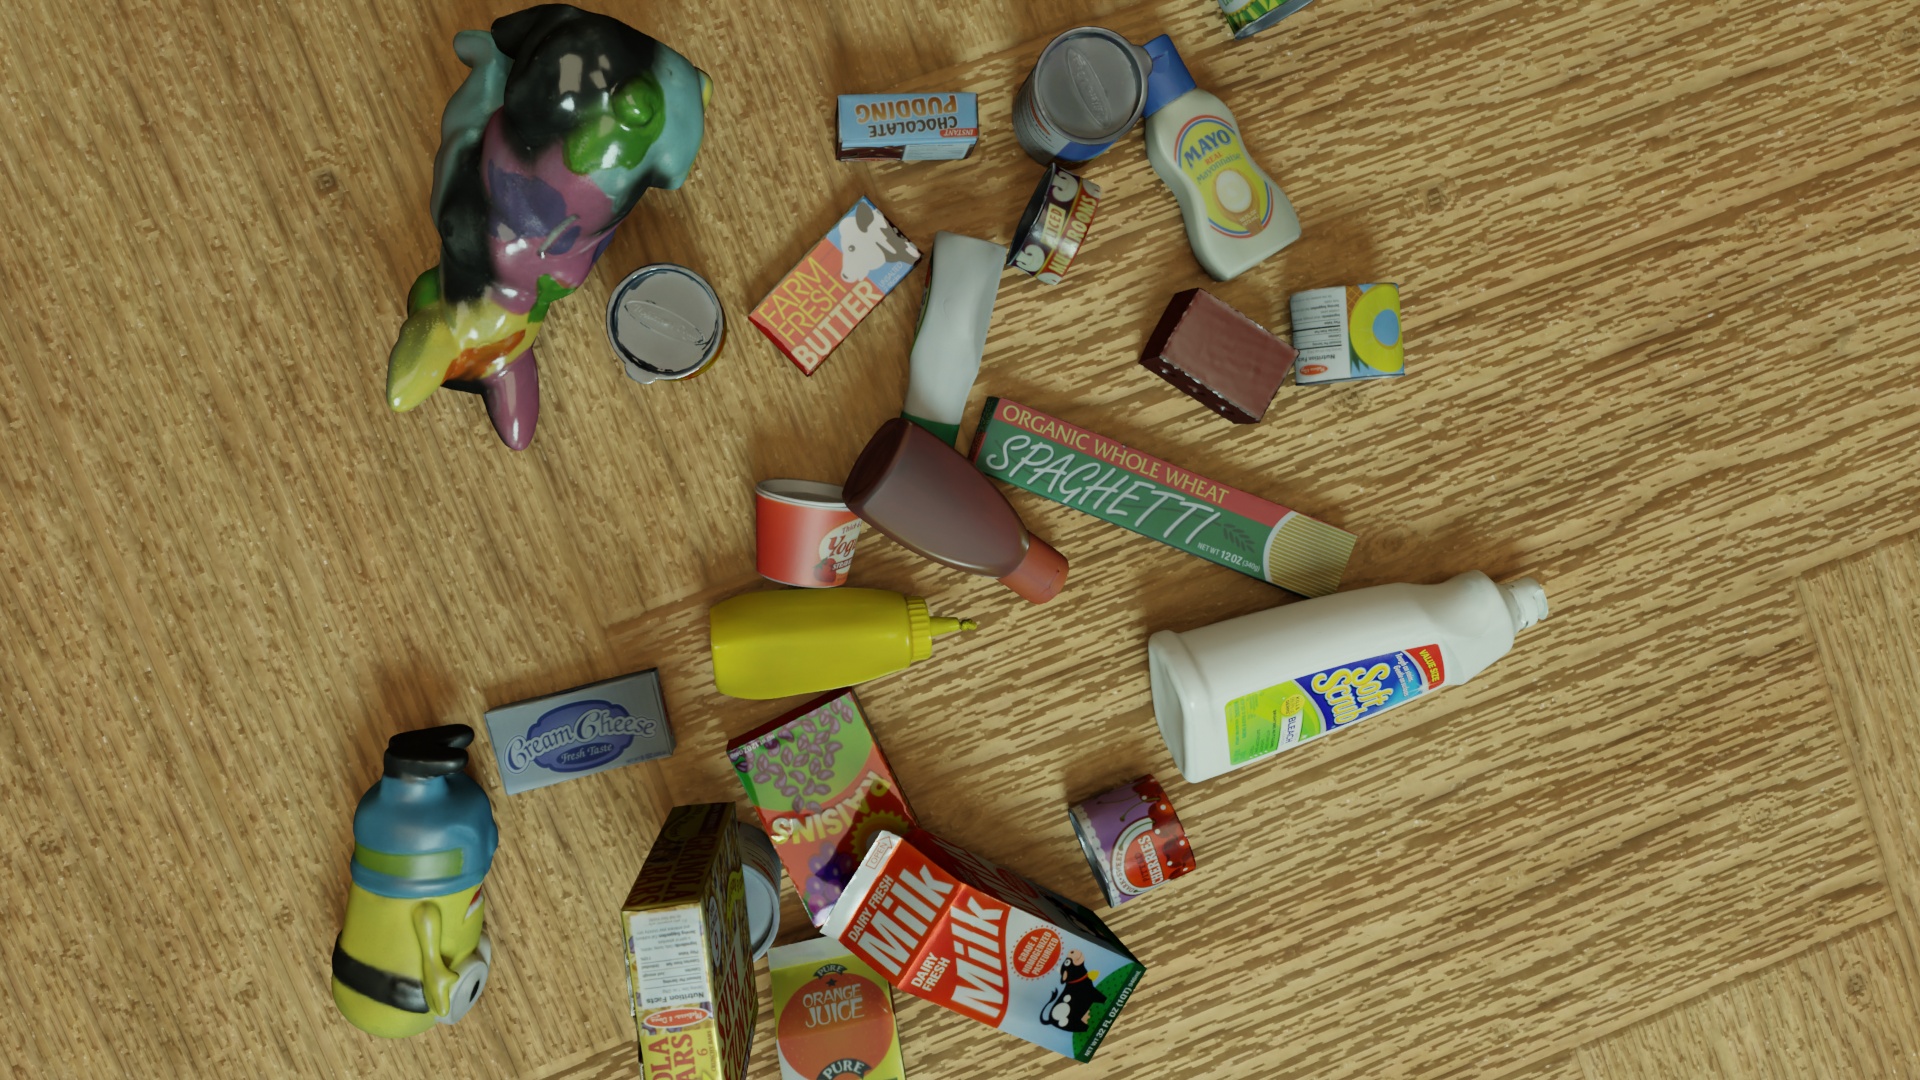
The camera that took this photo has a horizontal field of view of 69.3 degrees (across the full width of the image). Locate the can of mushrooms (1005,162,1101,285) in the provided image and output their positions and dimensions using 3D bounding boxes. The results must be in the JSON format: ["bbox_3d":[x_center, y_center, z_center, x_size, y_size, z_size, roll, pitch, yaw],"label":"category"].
[{"bbox_3d":[0.056,-0.189,0.832,0.033,0.071,0.071,24,91,-9],"label":"can of mushrooms"}]

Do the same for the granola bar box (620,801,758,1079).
[{"bbox_3d":[-0.134,0.216,0.705,0.039,0.165,0.124,-6,95,-3],"label":"granola bar box"}]

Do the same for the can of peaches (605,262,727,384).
[{"bbox_3d":[-0.173,-0.125,0.817,0.071,0.058,0.071,-1,95,-7],"label":"can of peaches"}]

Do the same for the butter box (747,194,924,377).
[{"bbox_3d":[-0.076,-0.154,0.843,0.053,0.024,0.103,43,88,-7],"label":"butter box"}]

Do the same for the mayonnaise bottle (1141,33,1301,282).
[{"bbox_3d":[0.148,-0.236,0.854,0.065,0.041,0.148,-32,97,-2],"label":"mayonnaise bottle"}]

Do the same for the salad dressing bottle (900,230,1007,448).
[{"bbox_3d":[-0.010,-0.109,0.837,0.044,0.064,0.147,14,100,2],"label":"salad dressing bottle"}]

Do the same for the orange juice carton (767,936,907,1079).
[{"bbox_3d":[-0.068,0.335,0.852,0.072,0.073,0.192,-10,94,-5],"label":"orange juice carton"}]

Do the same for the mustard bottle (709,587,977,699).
[{"bbox_3d":[-0.070,0.058,0.840,0.160,0.049,0.065,-5,138,-10],"label":"mustard bottle"}]

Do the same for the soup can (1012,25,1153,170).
[{"bbox_3d":[0.071,-0.260,0.822,0.071,0.084,0.071,-1,95,-7],"label":"soup can"}]

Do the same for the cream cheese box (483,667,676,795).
[{"bbox_3d":[-0.230,0.116,0.843,0.104,0.024,0.053,-13,95,-5],"label":"cream cheese box"}]

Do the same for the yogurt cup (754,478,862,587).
[{"bbox_3d":[-0.092,-0.004,0.832,0.072,0.072,0.053,7,101,-7],"label":"yogurt cup"}]

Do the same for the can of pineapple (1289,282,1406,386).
[{"bbox_3d":[0.240,-0.127,0.861,0.071,0.071,0.057,-6,95,-6],"label":"can of pineapple"}]

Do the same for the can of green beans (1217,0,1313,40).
[{"bbox_3d":[0.183,-0.345,0.838,0.071,0.071,0.057,-29,96,-4],"label":"can of green beans"}]

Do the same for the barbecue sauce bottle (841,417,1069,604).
[{"bbox_3d":[0.003,-0.010,0.827,0.148,0.044,0.065,34,84,-31],"label":"barbecue sauce bottle"}]

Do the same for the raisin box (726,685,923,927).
[{"bbox_3d":[-0.079,0.162,0.856,0.086,0.040,0.123,-26,95,-5],"label":"raisin box"}]

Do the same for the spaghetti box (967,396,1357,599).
[{"bbox_3d":[0.126,-0.025,0.872,0.250,0.029,0.050,21,91,-8],"label":"spaghetti box"}]

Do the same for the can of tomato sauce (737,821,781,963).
[{"bbox_3d":[-0.142,0.211,0.830,0.071,0.083,0.071,0,94,-6],"label":"can of tomato sauce"}]

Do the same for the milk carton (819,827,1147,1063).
[{"bbox_3d":[0.010,0.235,0.825,0.190,0.073,0.072,31,91,-27],"label":"milk carton"}]

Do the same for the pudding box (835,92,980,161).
[{"bbox_3d":[-0.033,-0.246,0.828,0.084,0.049,0.030,-3,93,-6],"label":"pudding box"}]

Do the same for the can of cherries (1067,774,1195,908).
[{"bbox_3d":[0.107,0.187,0.863,0.058,0.071,0.071,-23,96,-5],"label":"can of cherries"}]
